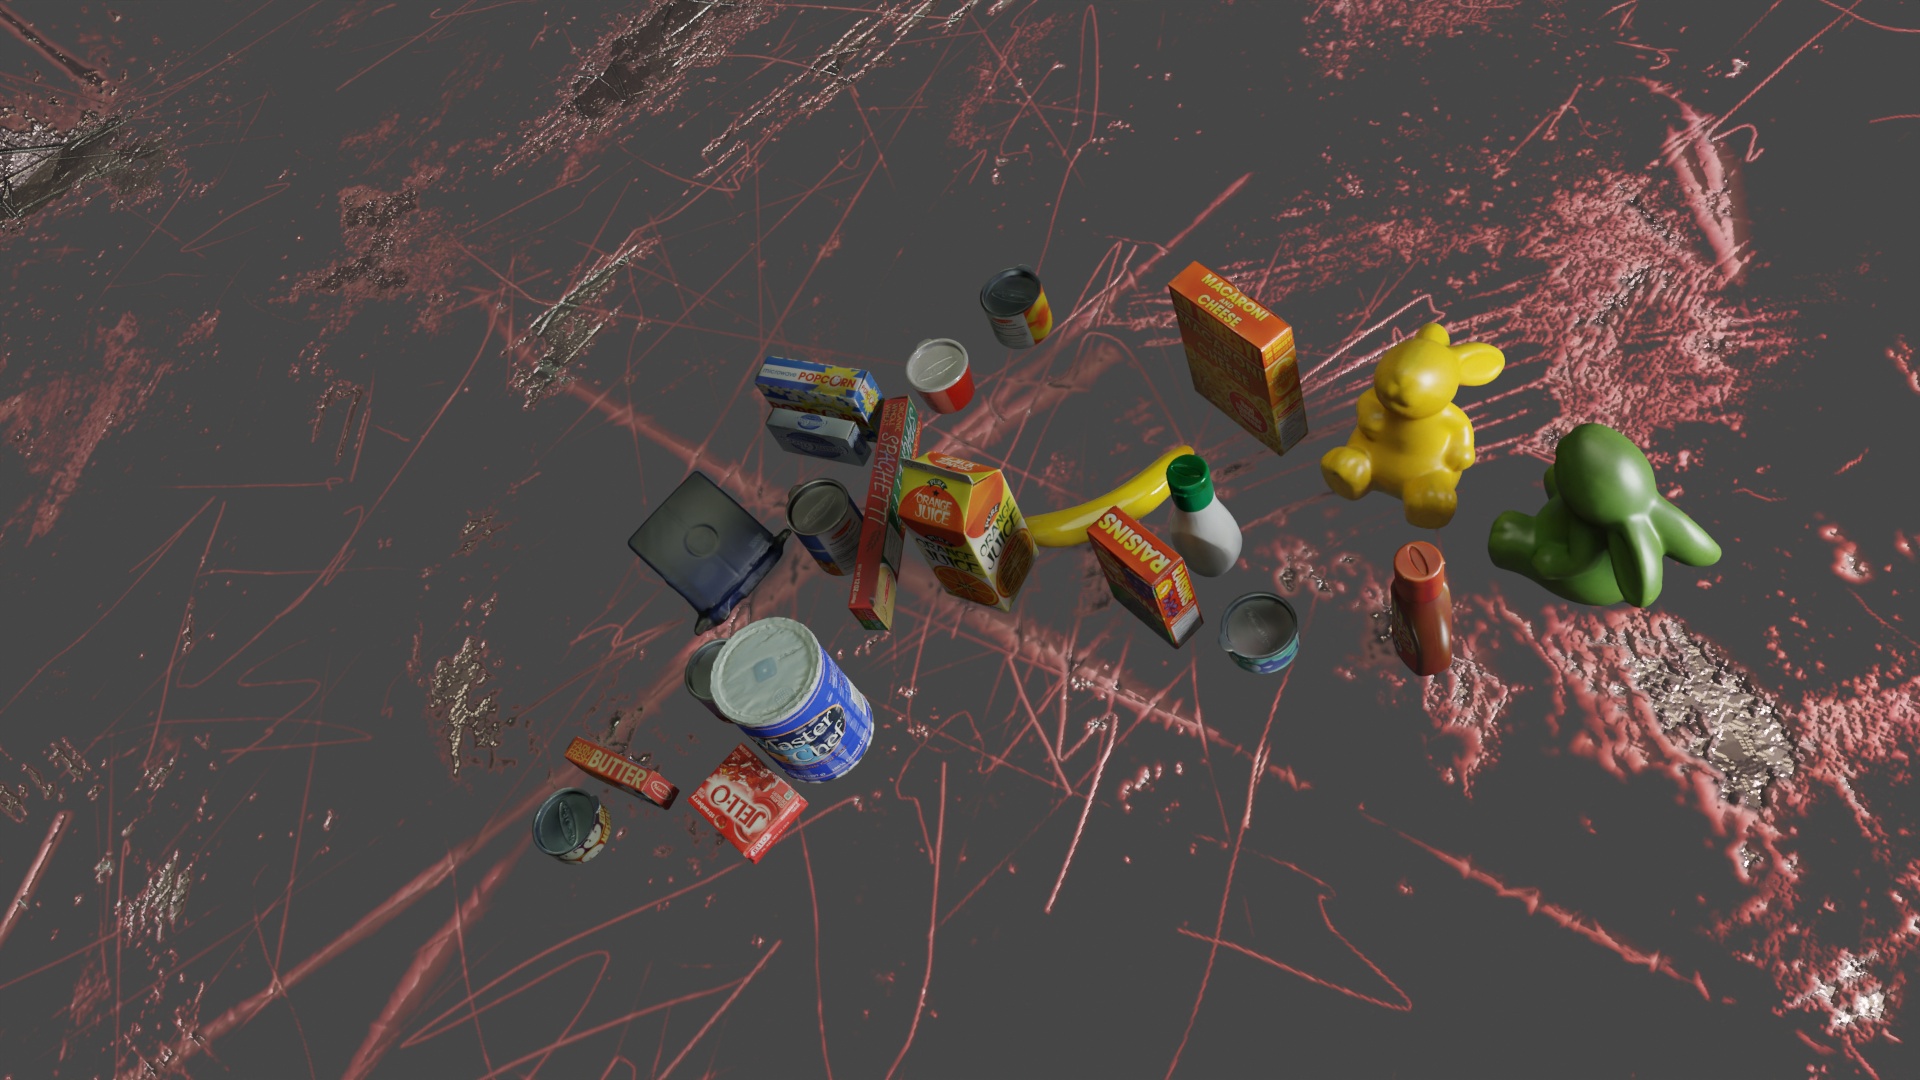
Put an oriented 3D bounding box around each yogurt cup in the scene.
[{"bbox_3d":[-0.018,-0.169,1.456,0.072,0.053,0.073,-9,57,14],"label":"yogurt cup"}]

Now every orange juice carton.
[{"bbox_3d":[0.005,-0.016,1.266,0.072,0.192,0.073,17,66,27],"label":"orange juice carton"}]

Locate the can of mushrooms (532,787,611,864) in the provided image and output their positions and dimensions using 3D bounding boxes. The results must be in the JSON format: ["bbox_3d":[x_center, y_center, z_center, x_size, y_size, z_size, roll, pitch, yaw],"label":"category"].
[{"bbox_3d":[-0.364,0.269,1.312,0.071,0.033,0.071,-9,57,14],"label":"can of mushrooms"}]

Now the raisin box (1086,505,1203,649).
[{"bbox_3d":[0.163,0.033,1.223,0.040,0.123,0.086,-42,55,-8],"label":"raisin box"}]

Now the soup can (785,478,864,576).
[{"bbox_3d":[-0.129,-0.014,1.378,0.071,0.083,0.071,-9,57,14],"label":"soup can"}]

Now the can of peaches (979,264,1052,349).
[{"bbox_3d":[0.061,-0.248,1.475,0.071,0.058,0.071,-9,57,14],"label":"can of peaches"}]

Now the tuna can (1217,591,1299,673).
[{"bbox_3d":[0.260,0.082,1.215,0.071,0.032,0.071,-9,57,14],"label":"tuna can"}]

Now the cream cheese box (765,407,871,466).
[{"bbox_3d":[-0.149,-0.109,1.463,0.104,0.053,0.024,12,64,25],"label":"cream cheese box"}]

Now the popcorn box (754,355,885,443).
[{"bbox_3d":[-0.144,-0.149,1.467,0.127,0.085,0.038,12,64,25],"label":"popcorn box"}]

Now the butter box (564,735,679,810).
[{"bbox_3d":[-0.321,0.220,1.315,0.103,0.053,0.024,17,66,27],"label":"butter box"}]

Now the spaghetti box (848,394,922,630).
[{"bbox_3d":[-0.073,-0.031,1.390,0.028,0.050,0.251,-3,58,18],"label":"spaghetti box"}]

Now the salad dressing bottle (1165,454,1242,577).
[{"bbox_3d":[0.211,-0.021,1.226,0.064,0.147,0.044,18,67,28],"label":"salad dressing bottle"}]

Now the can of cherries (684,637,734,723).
[{"bbox_3d":[-0.220,0.136,1.330,0.071,0.058,0.072,-9,57,14],"label":"can of cherries"}]

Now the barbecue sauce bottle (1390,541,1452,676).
[{"bbox_3d":[0.372,0.052,1.124,0.043,0.148,0.065,-21,55,6],"label":"barbecue sauce bottle"}]

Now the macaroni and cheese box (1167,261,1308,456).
[{"bbox_3d":[0.260,-0.168,1.291,0.040,0.165,0.124,-40,55,-7],"label":"macaroni and cheese box"}]
